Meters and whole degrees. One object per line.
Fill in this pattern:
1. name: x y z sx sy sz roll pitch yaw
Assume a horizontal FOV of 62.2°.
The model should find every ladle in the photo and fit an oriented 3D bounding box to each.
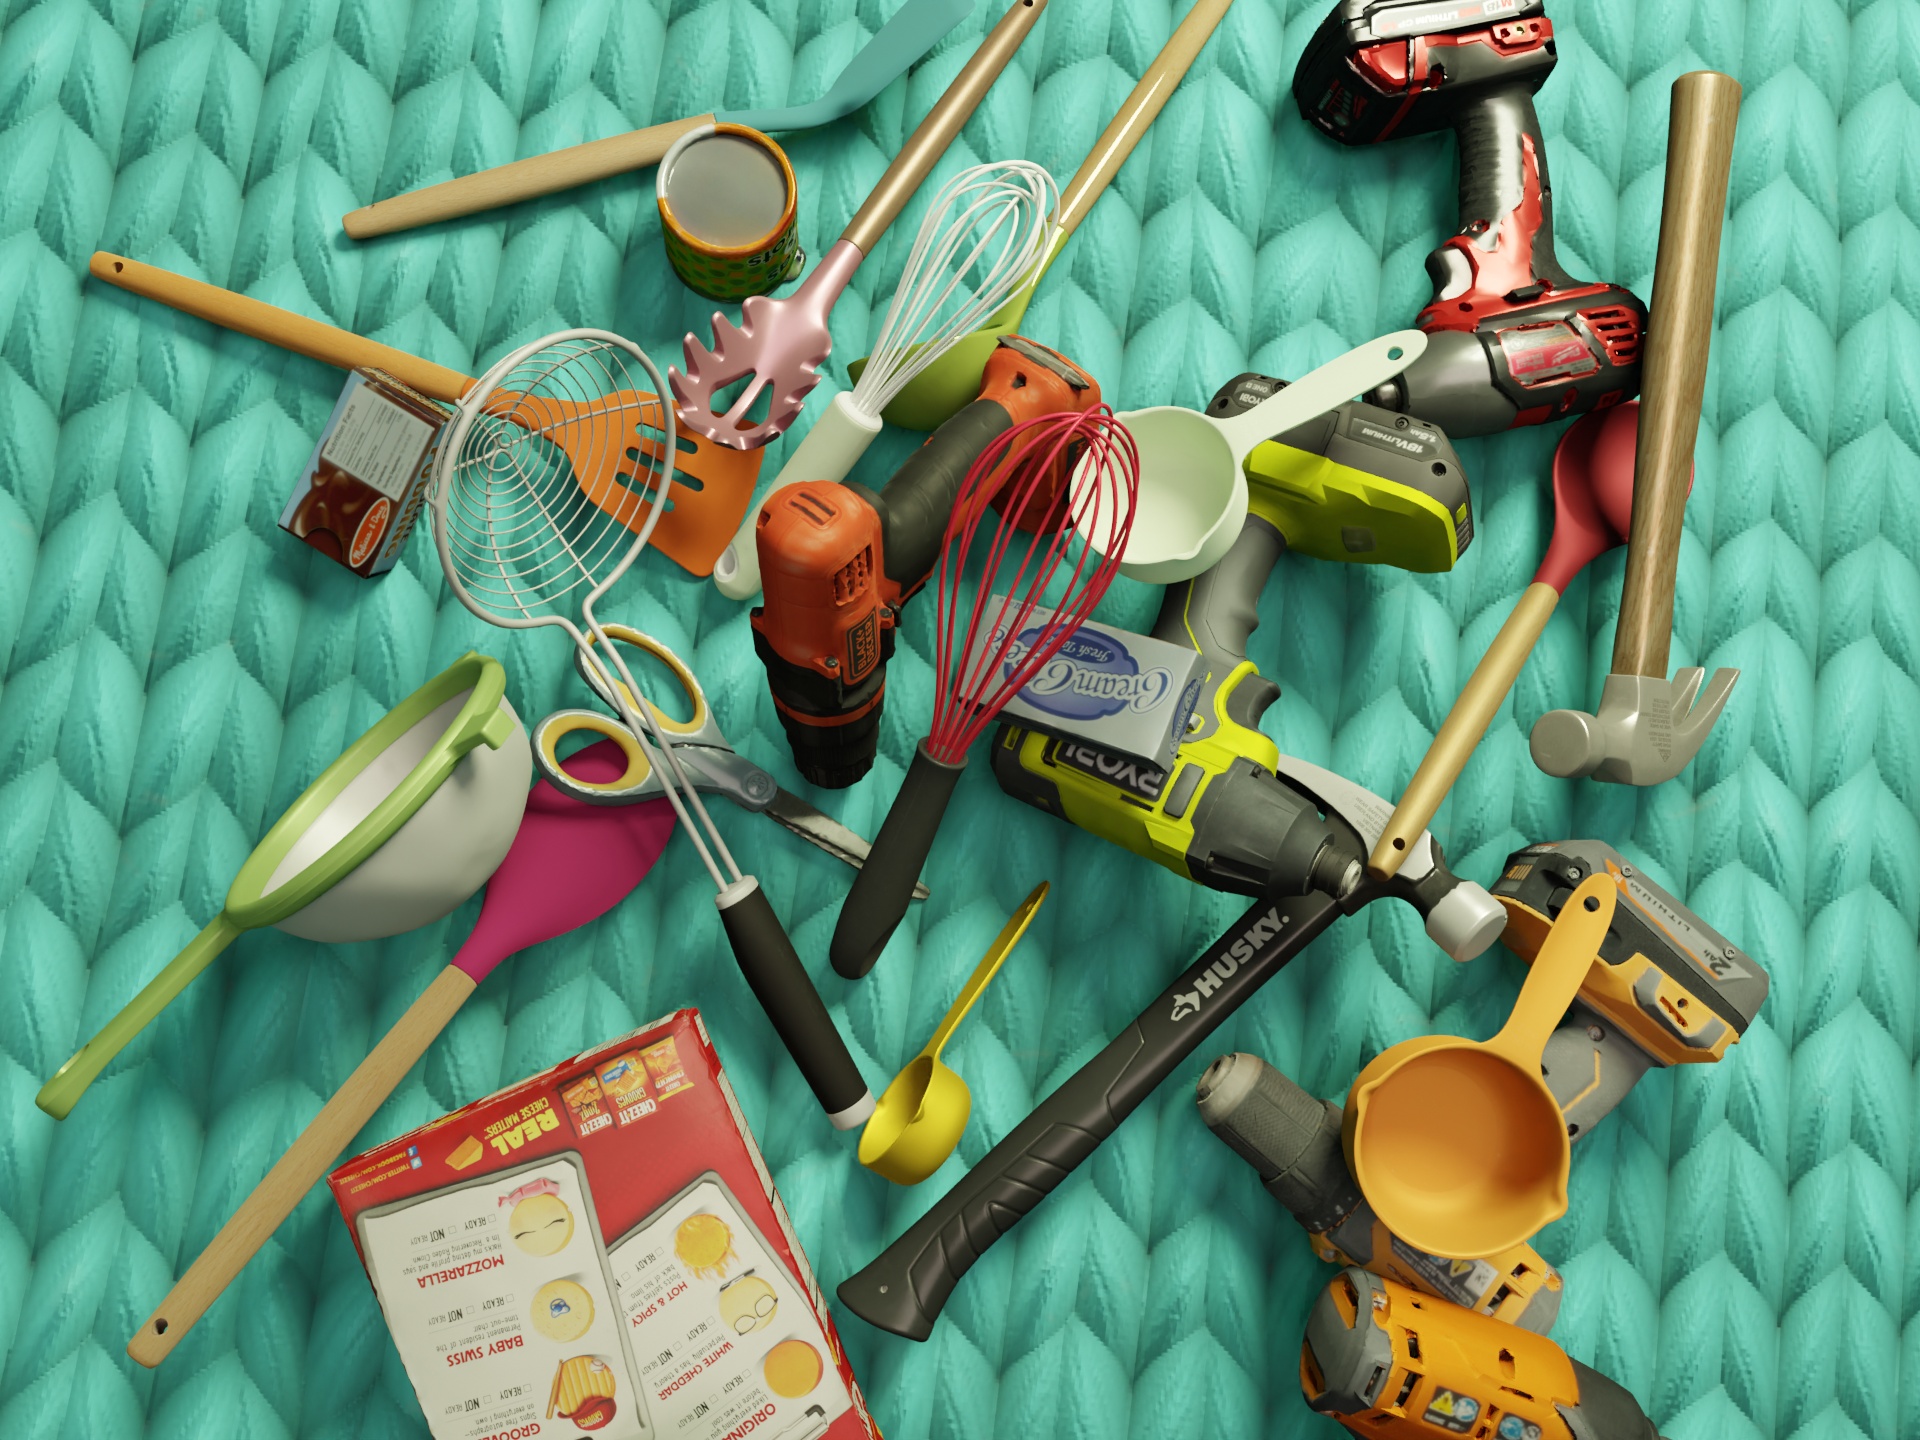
1. ladle: 0.052 -0.269 0.785 0.062 0.078 0.320 40 74 -24
2. ladle: 0.267 -0.043 0.751 0.069 0.031 0.315 35 63 8

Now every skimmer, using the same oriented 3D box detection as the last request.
1. skimmer: -0.108 0.018 0.676 0.127 0.090 0.363 -36 104 -43

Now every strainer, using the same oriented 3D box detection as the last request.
1. strainer: -0.269 0.084 0.673 0.256 0.152 0.069 -46 114 -7

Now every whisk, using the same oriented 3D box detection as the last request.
1. whisk: -0.040 -0.143 0.704 0.246 0.059 0.058 -49 51 27
2. whisk: -0.001 -0.002 0.675 0.073 0.073 0.295 22 118 -3

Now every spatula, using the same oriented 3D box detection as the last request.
1. spatula: -0.255 -0.160 0.754 0.322 0.041 0.081 20 82 1
2. spatula: -0.146 -0.291 0.769 0.317 0.082 0.044 -17 127 -5

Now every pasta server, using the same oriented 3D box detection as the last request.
1. pasta server: -0.037 -0.247 0.758 0.060 0.040 0.316 32 71 0

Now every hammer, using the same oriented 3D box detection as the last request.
1. hammer: 0.074 0.153 0.721 0.335 0.035 0.146 -43 55 -2
2. hammer: 0.334 -0.134 0.749 0.130 0.031 0.331 5 92 -38

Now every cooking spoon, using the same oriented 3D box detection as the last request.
1. cooking spoon: -0.228 0.128 0.675 0.069 0.017 0.319 32 63 8

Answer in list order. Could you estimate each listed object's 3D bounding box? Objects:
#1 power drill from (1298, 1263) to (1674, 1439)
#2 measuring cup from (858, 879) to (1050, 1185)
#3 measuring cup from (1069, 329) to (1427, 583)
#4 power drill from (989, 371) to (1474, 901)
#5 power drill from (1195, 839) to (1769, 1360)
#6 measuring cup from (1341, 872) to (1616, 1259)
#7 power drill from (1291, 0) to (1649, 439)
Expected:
1. power drill: 0.197 0.361 0.677 0.164 0.084 0.226 21 97 -3
2. measuring cup: 0.008 0.143 0.732 0.029 0.062 0.156 39 70 -10
3. measuring cup: 0.129 -0.118 0.698 0.167 0.038 0.083 -28 63 9
4. power drill: 0.137 -0.034 0.726 0.171 0.080 0.223 24 79 28
5. power drill: 0.236 0.159 0.738 0.185 0.084 0.226 39 85 2
6. measuring cup: 0.227 0.141 0.677 0.095 0.052 0.173 30 86 5
7. power drill: 0.246 -0.249 0.790 0.143 0.078 0.220 -14 85 -7
